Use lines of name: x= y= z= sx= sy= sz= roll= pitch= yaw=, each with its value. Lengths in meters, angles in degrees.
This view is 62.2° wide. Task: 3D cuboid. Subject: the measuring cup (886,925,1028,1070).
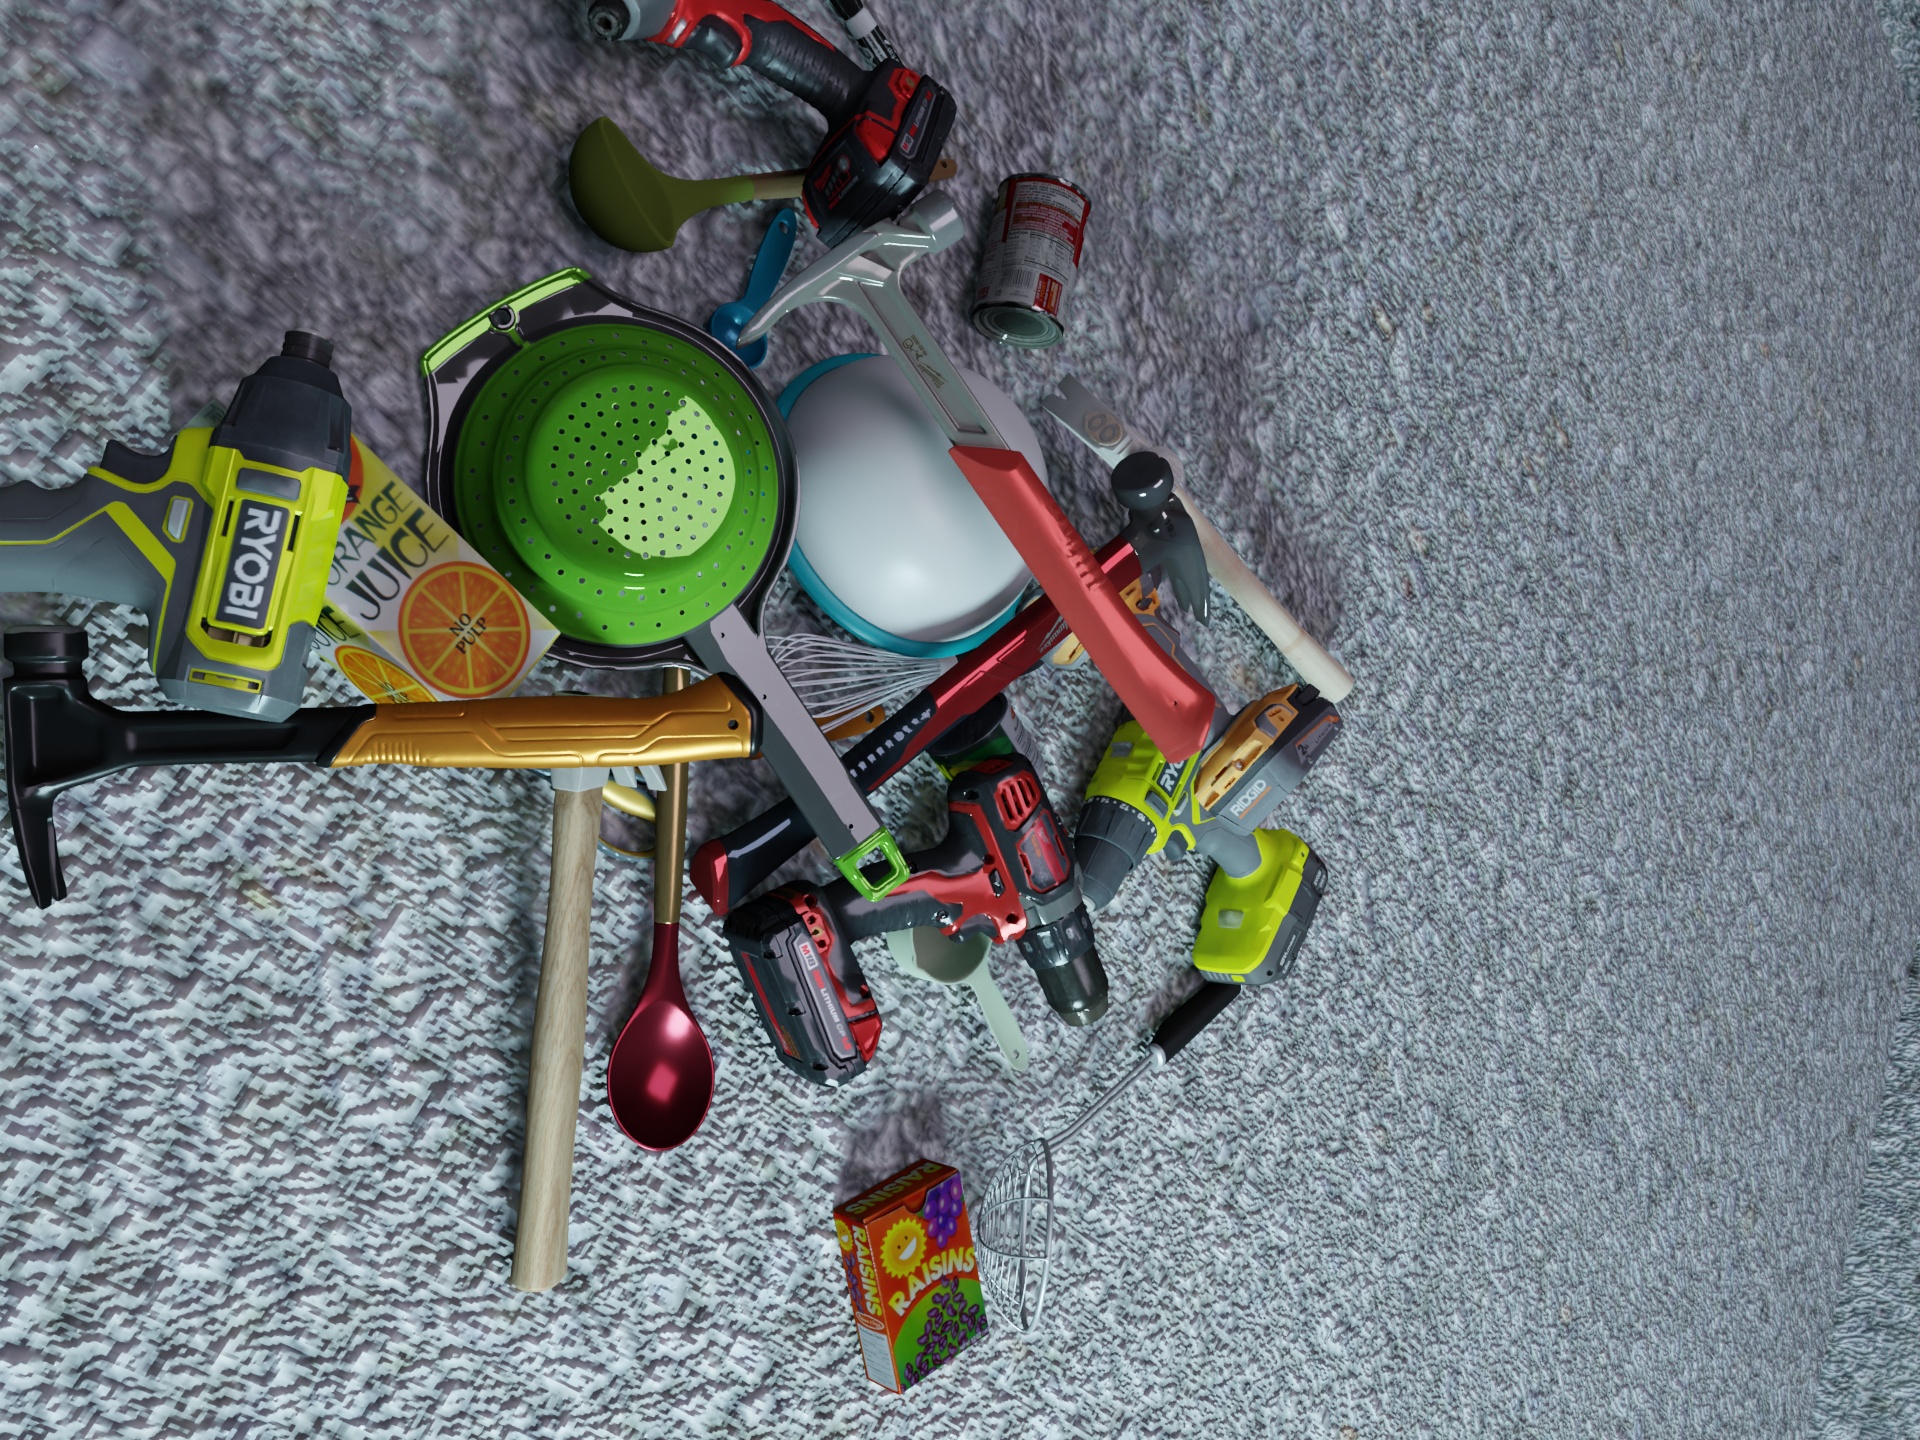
measuring cup: x=0.001 y=0.176 z=1.095 sx=0.083 sy=0.038 sz=0.167 roll=-43 pitch=119 yaw=-34

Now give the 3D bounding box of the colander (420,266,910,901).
colander: x=-0.134 y=-0.061 z=0.864 sx=0.204 sy=0.094 sz=0.397 roll=-36 pitch=103 yaw=-14

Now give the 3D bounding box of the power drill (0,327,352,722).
power drill: x=-0.378 y=-0.104 z=0.667 sx=0.223 sy=0.080 sz=0.171 roll=12 pitch=82 yaw=-19

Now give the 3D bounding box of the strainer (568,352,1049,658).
strainer: x=-0.065 y=-0.159 z=0.970 sx=0.340 sy=0.095 sz=0.211 roll=8 pitch=70 yaw=-37

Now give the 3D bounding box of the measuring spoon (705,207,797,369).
measuring spoon: x=-0.130 y=-0.270 z=0.995 sx=0.042 sy=0.021 sz=0.129 roll=36 pitch=58 yaw=-33

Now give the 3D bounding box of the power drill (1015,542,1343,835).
power drill: x=0.166 y=-0.042 z=1.154 sx=0.226 sy=0.084 sz=0.185 roll=42 pitch=38 yaw=7

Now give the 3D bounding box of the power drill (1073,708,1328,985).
power drill: x=0.177 y=0.107 z=1.229 sx=0.228 sy=0.080 sz=0.191 roll=45 pitch=60 yaw=-30

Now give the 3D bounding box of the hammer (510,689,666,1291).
hammer: x=-0.215 y=0.147 z=0.863 sx=0.130 sy=0.031 sz=0.331 roll=-15 pitch=113 yaw=-70

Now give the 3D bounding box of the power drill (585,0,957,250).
power drill: x=-0.116 y=-0.382 z=0.925 sx=0.219 sy=0.078 sz=0.143 roll=36 pitch=46 yaw=-22

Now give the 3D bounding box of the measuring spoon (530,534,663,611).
measuring spoon: x=-0.218 y=-0.077 z=0.907 sx=0.124 sy=0.018 sz=0.034 roll=-34 pitch=112 yaw=-37

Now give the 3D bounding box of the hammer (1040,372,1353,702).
hammer: x=0.206 y=-0.124 z=1.255 sx=0.038 sy=0.146 sz=0.410 roll=-45 pitch=136 yaw=7

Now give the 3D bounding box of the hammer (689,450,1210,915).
hammer: x=-0.002 y=-0.003 z=0.999 sx=0.386 sy=0.038 sz=0.143 roll=-39 pitch=137 yaw=-9

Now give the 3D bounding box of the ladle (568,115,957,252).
ladle: x=-0.106 y=-0.339 z=0.988 sx=0.320 sy=0.062 sz=0.078 roll=-24 pitch=89 yaw=-43

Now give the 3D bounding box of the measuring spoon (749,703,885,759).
measuring spoon: x=-0.091 y=0.006 z=1.027 sx=0.117 sy=0.011 sz=0.021 roll=-14 pitch=99 yaw=-42

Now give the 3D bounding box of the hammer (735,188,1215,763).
hammer: x=0.028 y=-0.122 z=0.932 sx=0.149 sy=0.037 sz=0.359 roll=-36 pitch=97 yaw=-6

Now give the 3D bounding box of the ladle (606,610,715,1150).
ladle: x=-0.171 y=0.091 z=0.926 sx=0.069 sy=0.031 sz=0.315 roll=1 pitch=94 yaw=-37

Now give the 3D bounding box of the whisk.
whisk: x=-0.036 y=-0.031 z=1.052 sx=0.284 sy=0.070 sz=0.070 roll=-10 pitch=96 yaw=-46

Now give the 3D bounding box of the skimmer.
skimmer: x=0.133 y=0.299 z=1.178 sx=0.363 sy=0.090 sz=0.127 roll=-32 pitch=143 yaw=-41

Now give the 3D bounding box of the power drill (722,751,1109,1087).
power drill: x=-0.014 y=0.146 z=1.006 sx=0.226 sy=0.080 sz=0.188 roll=-27 pitch=101 yaw=-25

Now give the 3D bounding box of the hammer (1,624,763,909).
hammer: x=-0.262 y=0.015 z=0.748 sx=0.336 sy=0.034 sz=0.127 roll=-2 pitch=93 yaw=-12
